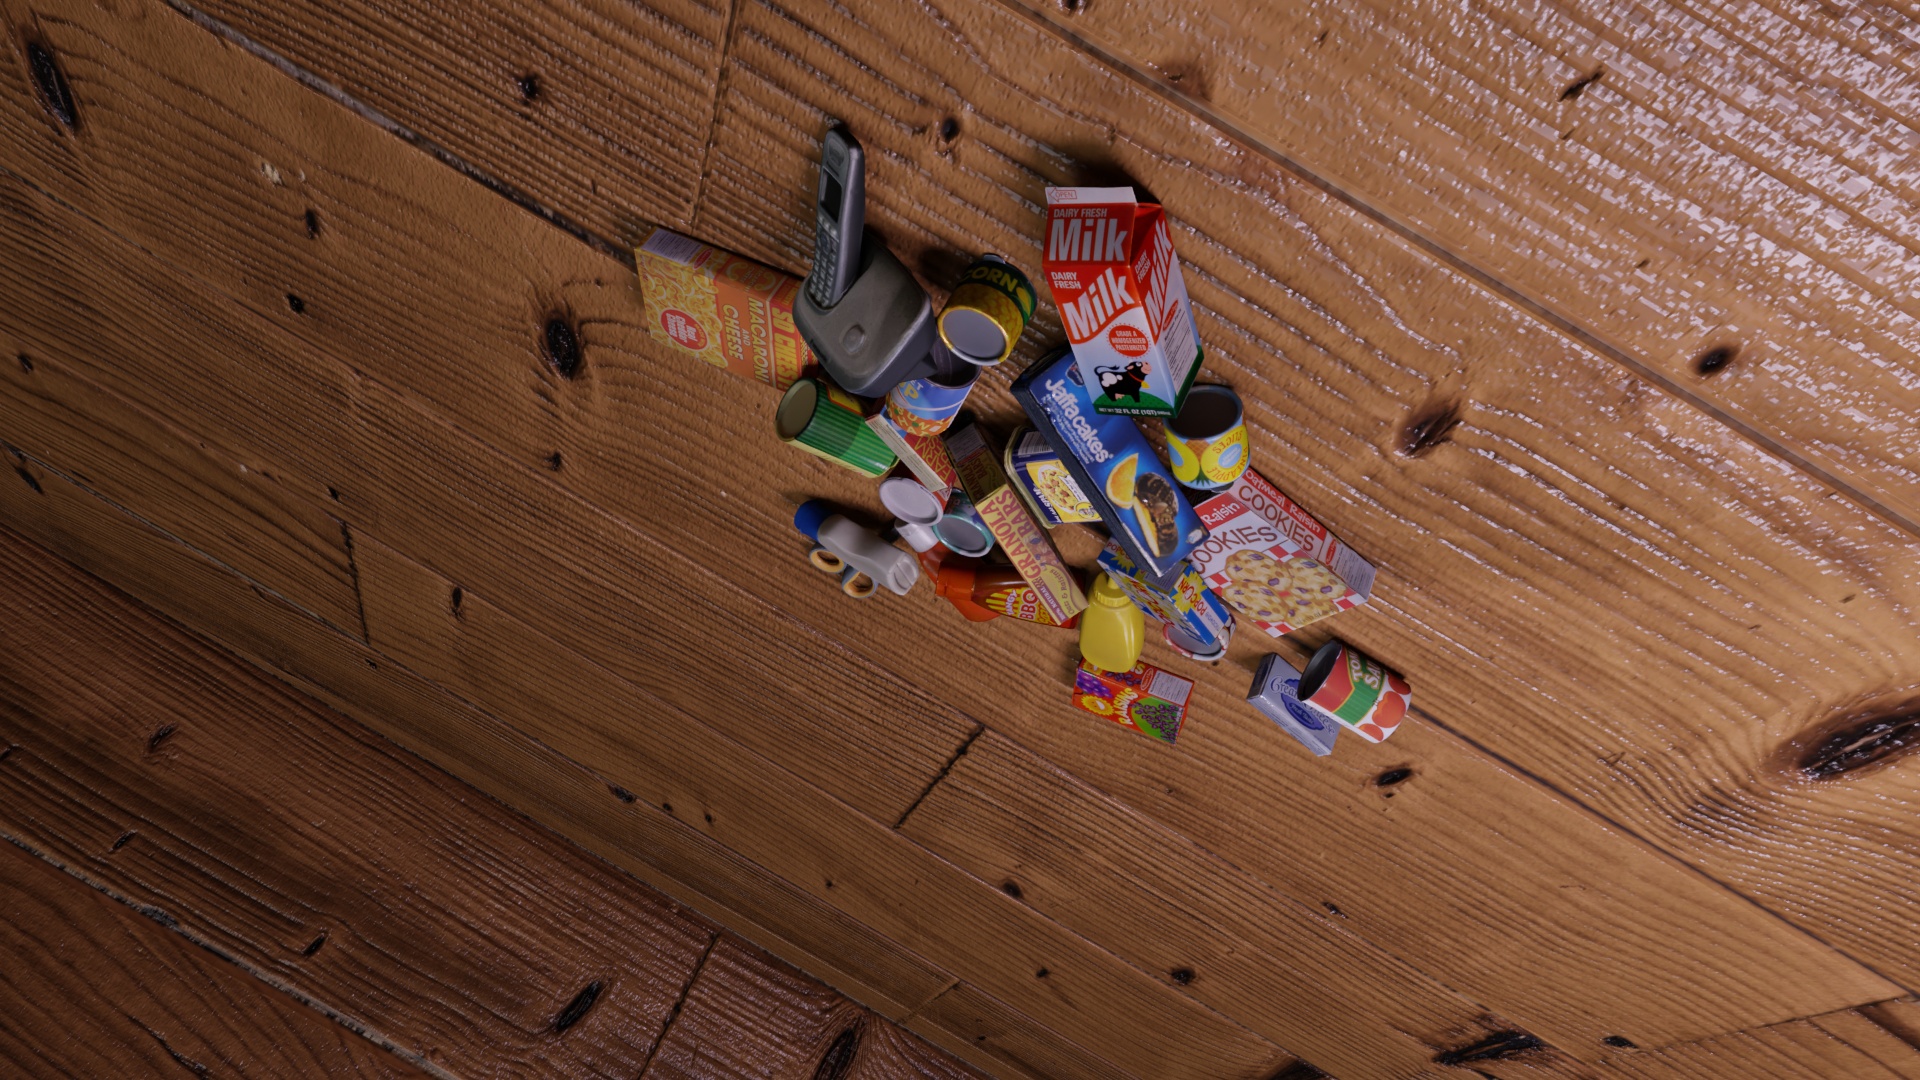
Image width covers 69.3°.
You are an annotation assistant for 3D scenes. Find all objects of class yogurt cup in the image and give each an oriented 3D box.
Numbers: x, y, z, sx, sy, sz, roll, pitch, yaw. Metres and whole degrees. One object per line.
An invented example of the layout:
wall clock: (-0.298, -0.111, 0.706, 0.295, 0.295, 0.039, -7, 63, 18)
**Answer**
yogurt cup: (-0.039, -0.055, 1.360, 0.072, 0.054, 0.072, 20, 147, 14)

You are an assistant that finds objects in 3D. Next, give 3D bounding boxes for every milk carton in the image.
milk carton: (0.120, -0.185, 1.041, 0.072, 0.074, 0.189, 7, 141, 31)

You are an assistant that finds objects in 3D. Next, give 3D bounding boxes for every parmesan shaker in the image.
parmesan shaker: (-0.112, -0.105, 1.299, 0.103, 0.071, 0.071, 22, 157, -40)

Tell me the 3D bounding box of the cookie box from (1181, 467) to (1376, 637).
cookie box: (0.264, 0.010, 1.235, 0.167, 0.040, 0.122, 36, 147, -14)

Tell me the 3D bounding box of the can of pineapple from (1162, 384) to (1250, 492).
can of pineapple: (0.201, -0.083, 1.126, 0.071, 0.071, 0.057, 10, 143, 26)

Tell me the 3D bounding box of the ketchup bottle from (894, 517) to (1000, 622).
ketchup bottle: (-0.011, 0.024, 1.458, 0.064, 0.044, 0.148, -13, 129, 43)

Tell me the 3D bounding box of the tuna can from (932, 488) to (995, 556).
tuna can: (0.005, -0.018, 1.399, 0.071, 0.033, 0.070, 19, 147, 14)

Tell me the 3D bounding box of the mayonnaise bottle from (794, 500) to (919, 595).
mayonnaise bottle: (-0.113, 0.004, 1.479, 0.148, 0.041, 0.064, 30, 165, 29)

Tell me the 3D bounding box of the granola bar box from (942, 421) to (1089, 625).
granola bar box: (0.051, -0.015, 1.291, 0.039, 0.125, 0.165, -33, 124, 5)

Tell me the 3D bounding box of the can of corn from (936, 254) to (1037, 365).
can of corn: (0.021, -0.187, 1.129, 0.071, 0.058, 0.070, 19, 147, 14)

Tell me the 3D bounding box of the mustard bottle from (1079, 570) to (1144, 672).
mustard bottle: (0.154, 0.072, 1.395, 0.065, 0.049, 0.159, 17, 145, 15)

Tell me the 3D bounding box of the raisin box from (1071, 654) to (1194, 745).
raisin box: (0.186, 0.168, 1.513, 0.123, 0.040, 0.085, 20, 148, 14)

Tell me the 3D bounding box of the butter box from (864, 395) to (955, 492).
butter box: (-0.041, -0.098, 1.304, 0.024, 0.053, 0.103, -15, 128, 44)

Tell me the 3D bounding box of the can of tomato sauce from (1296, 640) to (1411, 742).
can of tomato sauce: (0.373, 0.141, 1.311, 0.083, 0.071, 0.071, 30, 147, -4)

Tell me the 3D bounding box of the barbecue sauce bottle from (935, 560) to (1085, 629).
barbecue sauce bottle: (0.050, 0.050, 1.413, 0.149, 0.044, 0.064, 10, 132, 1)

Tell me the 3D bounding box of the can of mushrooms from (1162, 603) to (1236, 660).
can of mushrooms: (0.233, 0.085, 1.368, 0.071, 0.033, 0.070, 20, 147, 14)

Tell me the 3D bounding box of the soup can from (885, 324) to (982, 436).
soup can: (-0.027, -0.140, 1.220, 0.071, 0.072, 0.083, 30, 148, -3)

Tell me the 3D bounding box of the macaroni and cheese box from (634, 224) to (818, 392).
macaroni and cheese box: (-0.213, -0.211, 1.290, 0.166, 0.040, 0.123, 22, 148, 11)

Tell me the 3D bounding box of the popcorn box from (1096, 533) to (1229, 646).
popcorn box: (0.189, 0.045, 1.290, 0.085, 0.038, 0.126, 29, 171, 37)

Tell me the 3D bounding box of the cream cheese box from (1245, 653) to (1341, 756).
cream cheese box: (0.335, 0.164, 1.381, 0.104, 0.053, 0.024, 38, 148, -14)
